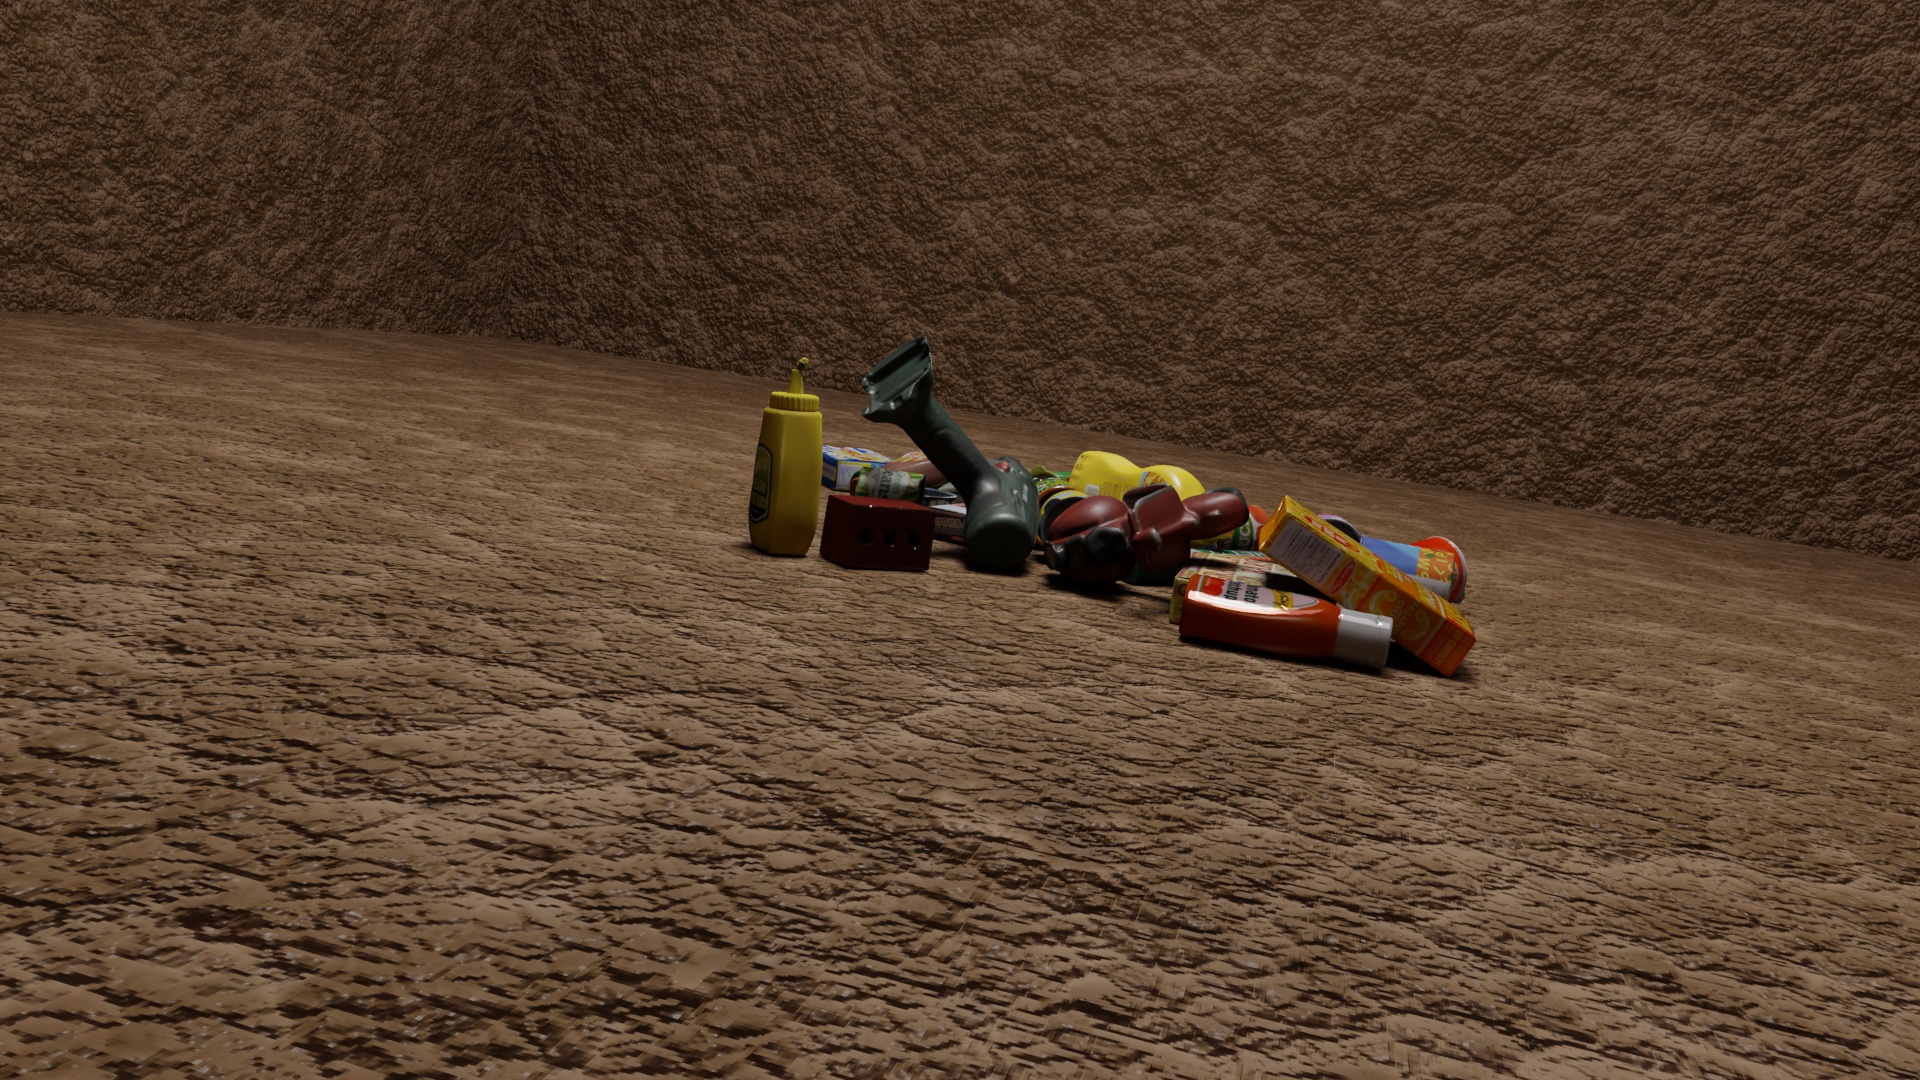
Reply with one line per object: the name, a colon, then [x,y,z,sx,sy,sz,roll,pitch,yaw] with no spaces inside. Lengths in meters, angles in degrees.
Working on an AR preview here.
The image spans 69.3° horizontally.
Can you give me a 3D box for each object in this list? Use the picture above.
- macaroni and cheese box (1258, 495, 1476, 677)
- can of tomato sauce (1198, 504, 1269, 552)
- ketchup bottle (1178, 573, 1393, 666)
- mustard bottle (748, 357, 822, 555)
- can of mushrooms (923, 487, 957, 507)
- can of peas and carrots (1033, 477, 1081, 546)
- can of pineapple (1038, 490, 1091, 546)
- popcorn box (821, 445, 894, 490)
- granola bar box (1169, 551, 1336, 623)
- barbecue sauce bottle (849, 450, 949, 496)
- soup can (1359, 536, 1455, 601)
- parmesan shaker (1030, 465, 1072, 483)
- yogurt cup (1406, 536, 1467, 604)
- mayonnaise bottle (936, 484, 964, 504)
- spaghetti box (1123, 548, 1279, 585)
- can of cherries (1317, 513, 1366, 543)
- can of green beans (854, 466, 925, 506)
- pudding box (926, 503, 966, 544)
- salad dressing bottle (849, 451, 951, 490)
macaroni and cheese box: [0.313,0.031,1.080,0.166,0.040,0.124,34,14,6]
can of tomato sauce: [0.265,-0.005,1.401,0.083,0.071,0.071,3,10,-34]
ketchup bottle: [0.238,0.061,1.020,0.149,0.043,0.065,11,20,14]
mustard bottle: [-0.141,-0.070,1.134,0.049,0.160,0.065,2,9,-29]
can of mushrooms: [-0.039,-0.034,1.411,0.071,0.033,0.071,9,8,-1]
can of peas and carrots: [0.093,-0.027,1.370,0.071,0.071,0.059,7,9,-9]
can of pineapple: [0.104,-0.013,1.292,0.071,0.071,0.058,8,7,-2]
popcorn box: [-0.127,-0.084,1.636,0.085,0.038,0.127,3,10,-25]
granola bar box: [0.242,0.045,1.139,0.124,0.039,0.166,10,9,13]
barbecue sauce bottle: [-0.052,-0.070,1.480,0.149,0.043,0.065,-24,19,-40]
soup can: [0.400,0.034,1.260,0.084,0.071,0.071,11,9,15]
parmesan shaker: [0.116,-0.045,1.496,0.071,0.071,0.103,14,10,36]
yogurt cup: [0.445,0.032,1.343,0.054,0.072,0.072,-5,14,-27]
mayonnaise bottle: [0.017,-0.047,1.518,0.065,0.041,0.148,5,8,11]
spaghetti box: [0.248,0.026,1.304,0.250,0.028,0.050,3,10,-30]
can of cherries: [0.380,0.007,1.423,0.071,0.071,0.058,10,7,10]
can of green beans: [-0.065,-0.031,1.259,0.058,0.071,0.071,8,8,2]
pudding box: [0.005,-0.017,1.352,0.049,0.030,0.084,11,9,25]
salad dressing bottle: [-0.061,-0.067,1.549,0.148,0.043,0.064,-13,57,-51]
